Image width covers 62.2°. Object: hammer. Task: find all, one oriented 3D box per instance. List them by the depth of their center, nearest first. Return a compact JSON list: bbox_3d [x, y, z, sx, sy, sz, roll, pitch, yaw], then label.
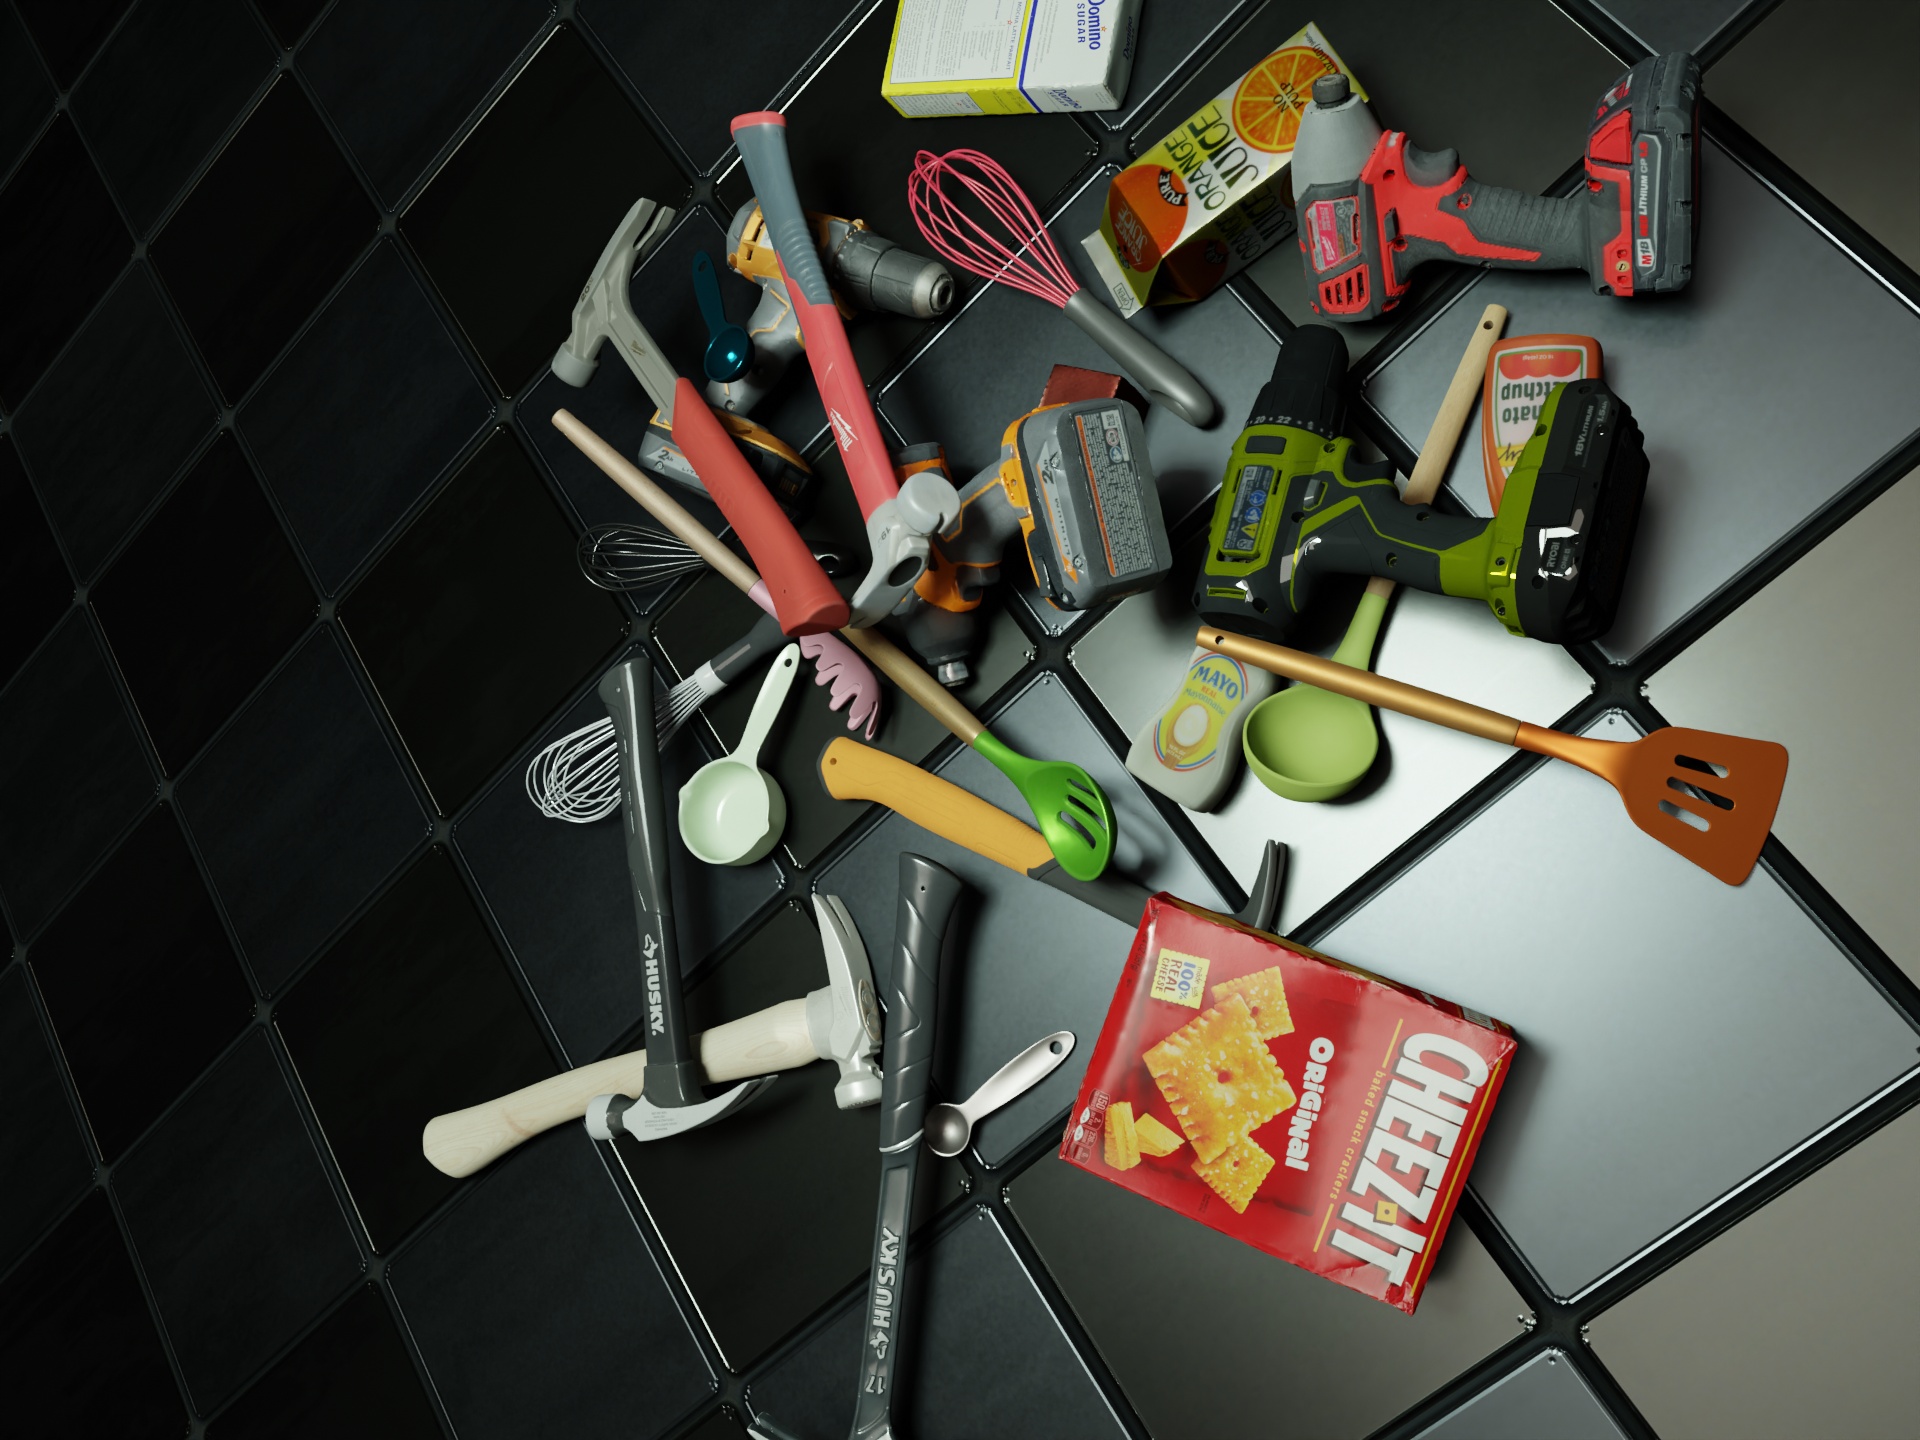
[{"bbox_3d":[-0.045,0.290,1.024,0.149,0.036,0.409,5,86,11],"label":"hammer"},{"bbox_3d":[0.044,0.077,1.039,0.337,0.034,0.127,24,95,29],"label":"hammer"},{"bbox_3d":[-0.098,-0.250,1.067,0.143,0.038,0.387,-48,53,47],"label":"hammer"},{"bbox_3d":[-0.168,-0.195,1.073,0.149,0.036,0.359,-52,57,26],"label":"hammer"},{"bbox_3d":[-0.212,0.121,1.116,0.146,0.035,0.335,-12,81,27],"label":"hammer"},{"bbox_3d":[-0.238,0.251,1.162,0.410,0.038,0.146,-21,72,24],"label":"hammer"}]

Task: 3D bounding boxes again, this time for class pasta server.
[{"bbox_3d":[-0.169,-0.106,1.111,0.316,0.060,0.040,41,80,2],"label":"pasta server"}]

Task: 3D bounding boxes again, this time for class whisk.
[{"bbox_3d":[0.064,-0.293,1.070,0.296,0.073,0.073,47,105,20],"label":"whisk"},{"bbox_3d":[-0.209,-0.014,1.176,0.284,0.070,0.070,-36,68,14],"label":"whisk"},{"bbox_3d":[-0.185,-0.120,1.185,0.239,0.055,0.055,4,84,24],"label":"whisk"}]

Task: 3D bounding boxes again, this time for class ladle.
[{"bbox_3d":[0.255,-0.101,0.942,0.078,0.062,0.320,23,91,24],"label":"ladle"}]

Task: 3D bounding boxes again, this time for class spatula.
[{"bbox_3d":[0.286,0.001,0.888,0.323,0.041,0.081,19,89,20],"label":"spatula"}]

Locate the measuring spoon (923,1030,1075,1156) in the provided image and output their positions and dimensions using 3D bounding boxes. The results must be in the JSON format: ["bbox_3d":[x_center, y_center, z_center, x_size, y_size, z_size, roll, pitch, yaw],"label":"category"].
[{"bbox_3d":[0.027,0.241,1.038,0.124,0.018,0.034,-39,75,11],"label":"measuring spoon"}]

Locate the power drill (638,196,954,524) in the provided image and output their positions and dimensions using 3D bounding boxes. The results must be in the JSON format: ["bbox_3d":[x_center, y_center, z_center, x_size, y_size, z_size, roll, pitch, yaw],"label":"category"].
[{"bbox_3d":[-0.117,-0.257,1.151,0.185,0.084,0.226,24,89,27],"label":"power drill"}]

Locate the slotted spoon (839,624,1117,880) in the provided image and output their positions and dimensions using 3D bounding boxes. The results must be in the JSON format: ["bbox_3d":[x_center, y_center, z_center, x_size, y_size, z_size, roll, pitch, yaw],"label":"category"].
[{"bbox_3d":[-0.002,-0.003,1.043,0.314,0.031,0.070,41,132,34],"label":"slotted spoon"}]

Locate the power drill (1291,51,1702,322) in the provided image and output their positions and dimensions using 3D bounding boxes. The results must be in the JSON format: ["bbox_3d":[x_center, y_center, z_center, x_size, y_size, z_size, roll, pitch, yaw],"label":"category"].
[{"bbox_3d":[0.298,-0.305,0.903,0.220,0.143,0.079,3,42,28],"label":"power drill"}]

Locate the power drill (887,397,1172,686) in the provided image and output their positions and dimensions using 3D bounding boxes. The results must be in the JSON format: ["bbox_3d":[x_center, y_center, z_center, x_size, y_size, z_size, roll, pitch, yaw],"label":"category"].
[{"bbox_3d":[0.027,-0.108,1.011,0.226,0.084,0.164,-6,99,53],"label":"power drill"}]

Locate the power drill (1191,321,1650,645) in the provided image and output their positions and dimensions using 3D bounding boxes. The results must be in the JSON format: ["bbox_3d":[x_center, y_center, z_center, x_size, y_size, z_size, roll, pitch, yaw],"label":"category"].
[{"bbox_3d":[0.253,-0.133,0.890,0.229,0.080,0.190,10,79,37],"label":"power drill"}]

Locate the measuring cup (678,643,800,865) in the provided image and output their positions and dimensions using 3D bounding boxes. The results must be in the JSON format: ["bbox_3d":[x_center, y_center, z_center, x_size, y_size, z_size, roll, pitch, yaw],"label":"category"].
[{"bbox_3d":[-0.144,0.026,1.148,0.083,0.038,0.167,20,84,28],"label":"measuring cup"}]

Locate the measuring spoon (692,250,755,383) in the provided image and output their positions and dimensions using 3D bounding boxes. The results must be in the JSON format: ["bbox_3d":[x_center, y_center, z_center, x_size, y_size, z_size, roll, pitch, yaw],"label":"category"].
[{"bbox_3d":[-0.169,-0.288,1.134,0.042,0.021,0.129,-34,55,24],"label":"measuring spoon"}]
